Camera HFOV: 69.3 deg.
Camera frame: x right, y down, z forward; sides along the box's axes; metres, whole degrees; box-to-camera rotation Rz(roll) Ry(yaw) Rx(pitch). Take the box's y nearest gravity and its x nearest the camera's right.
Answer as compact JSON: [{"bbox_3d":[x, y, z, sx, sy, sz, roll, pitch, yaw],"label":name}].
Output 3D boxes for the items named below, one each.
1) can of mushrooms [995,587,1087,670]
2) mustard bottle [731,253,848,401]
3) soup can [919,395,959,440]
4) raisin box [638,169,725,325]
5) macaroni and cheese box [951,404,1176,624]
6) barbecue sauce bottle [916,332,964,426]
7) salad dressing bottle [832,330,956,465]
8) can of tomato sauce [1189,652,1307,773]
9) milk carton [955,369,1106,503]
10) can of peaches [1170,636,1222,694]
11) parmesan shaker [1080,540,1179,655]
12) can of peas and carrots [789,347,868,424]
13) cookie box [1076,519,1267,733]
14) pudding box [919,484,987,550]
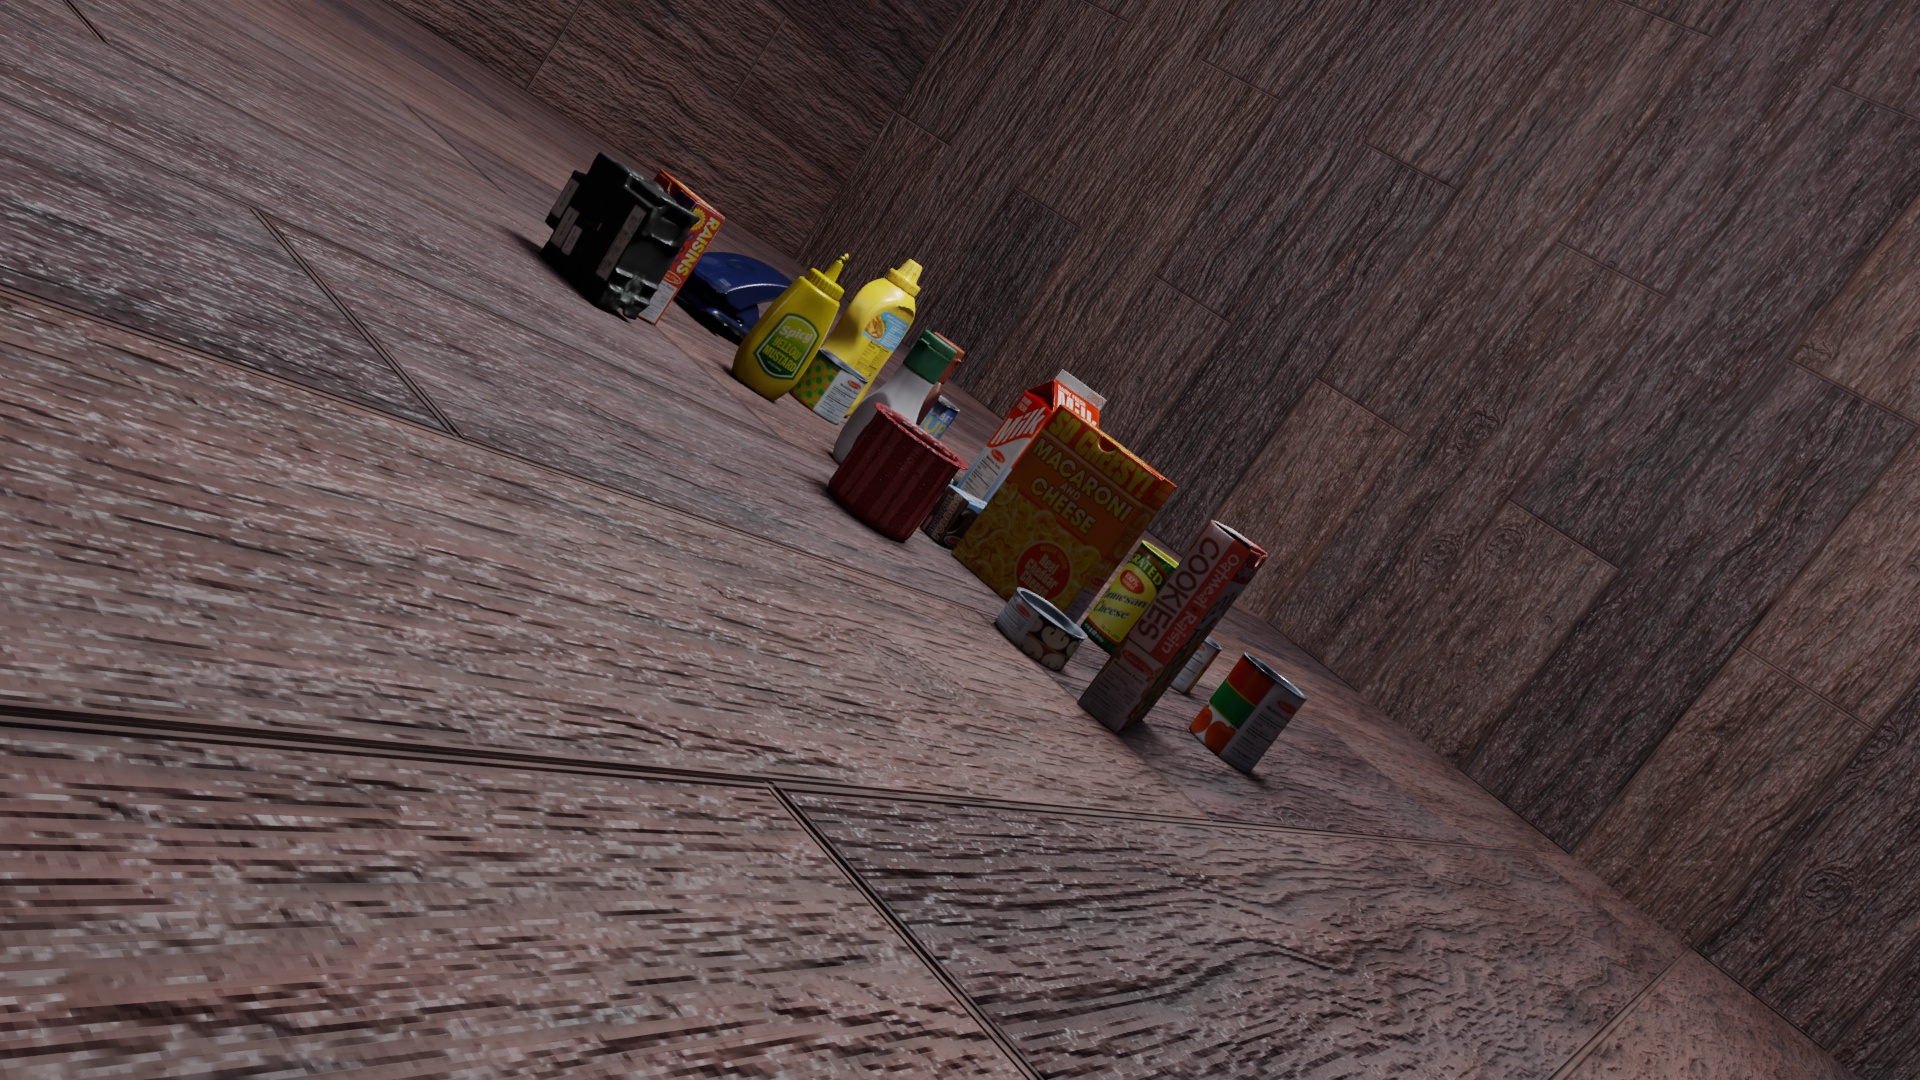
[{"bbox_3d":[0.064,0.070,1.082,0.071,0.033,0.071,35,8,-5],"label":"can of mushrooms"},{"bbox_3d":[-0.158,-0.214,1.351,0.065,0.160,0.049,32,8,-26],"label":"mustard bottle"},{"bbox_3d":[-0.051,-0.133,1.595,0.071,0.083,0.071,35,8,-5],"label":"soup can"},{"bbox_3d":[-0.288,-0.278,1.317,0.040,0.123,0.086,27,11,-48],"label":"raisin box"},{"bbox_3d":[0.088,-0.017,1.207,0.124,0.166,0.040,40,9,28],"label":"macaroni and cheese box"},{"bbox_3d":[-0.052,-0.133,1.360,0.044,0.148,0.065,37,8,9],"label":"barbecue sauce bottle"},{"bbox_3d":[-0.059,-0.125,1.287,0.064,0.147,0.044,41,9,37],"label":"salad dressing bottle"},{"bbox_3d":[0.249,0.149,1.210,0.071,0.083,0.071,35,8,-5],"label":"can of tomato sauce"},{"bbox_3d":[0.078,-0.091,1.504,0.072,0.190,0.073,31,9,-31],"label":"milk carton"},{"bbox_3d":[0.218,0.111,1.388,0.071,0.058,0.071,35,8,-5],"label":"can of peaches"},{"bbox_3d":[0.171,0.062,1.320,0.071,0.103,0.071,35,8,-5],"label":"parmesan shaker"},{"bbox_3d":[-0.144,-0.168,1.503,0.071,0.058,0.071,35,8,-5],"label":"can of peas and carrots"},{"bbox_3d":[0.164,0.065,1.051,0.040,0.167,0.123,38,8,15],"label":"cookie box"},{"bbox_3d":[0.005,-0.016,1.274,0.030,0.049,0.083,40,9,30],"label":"pudding box"}]
